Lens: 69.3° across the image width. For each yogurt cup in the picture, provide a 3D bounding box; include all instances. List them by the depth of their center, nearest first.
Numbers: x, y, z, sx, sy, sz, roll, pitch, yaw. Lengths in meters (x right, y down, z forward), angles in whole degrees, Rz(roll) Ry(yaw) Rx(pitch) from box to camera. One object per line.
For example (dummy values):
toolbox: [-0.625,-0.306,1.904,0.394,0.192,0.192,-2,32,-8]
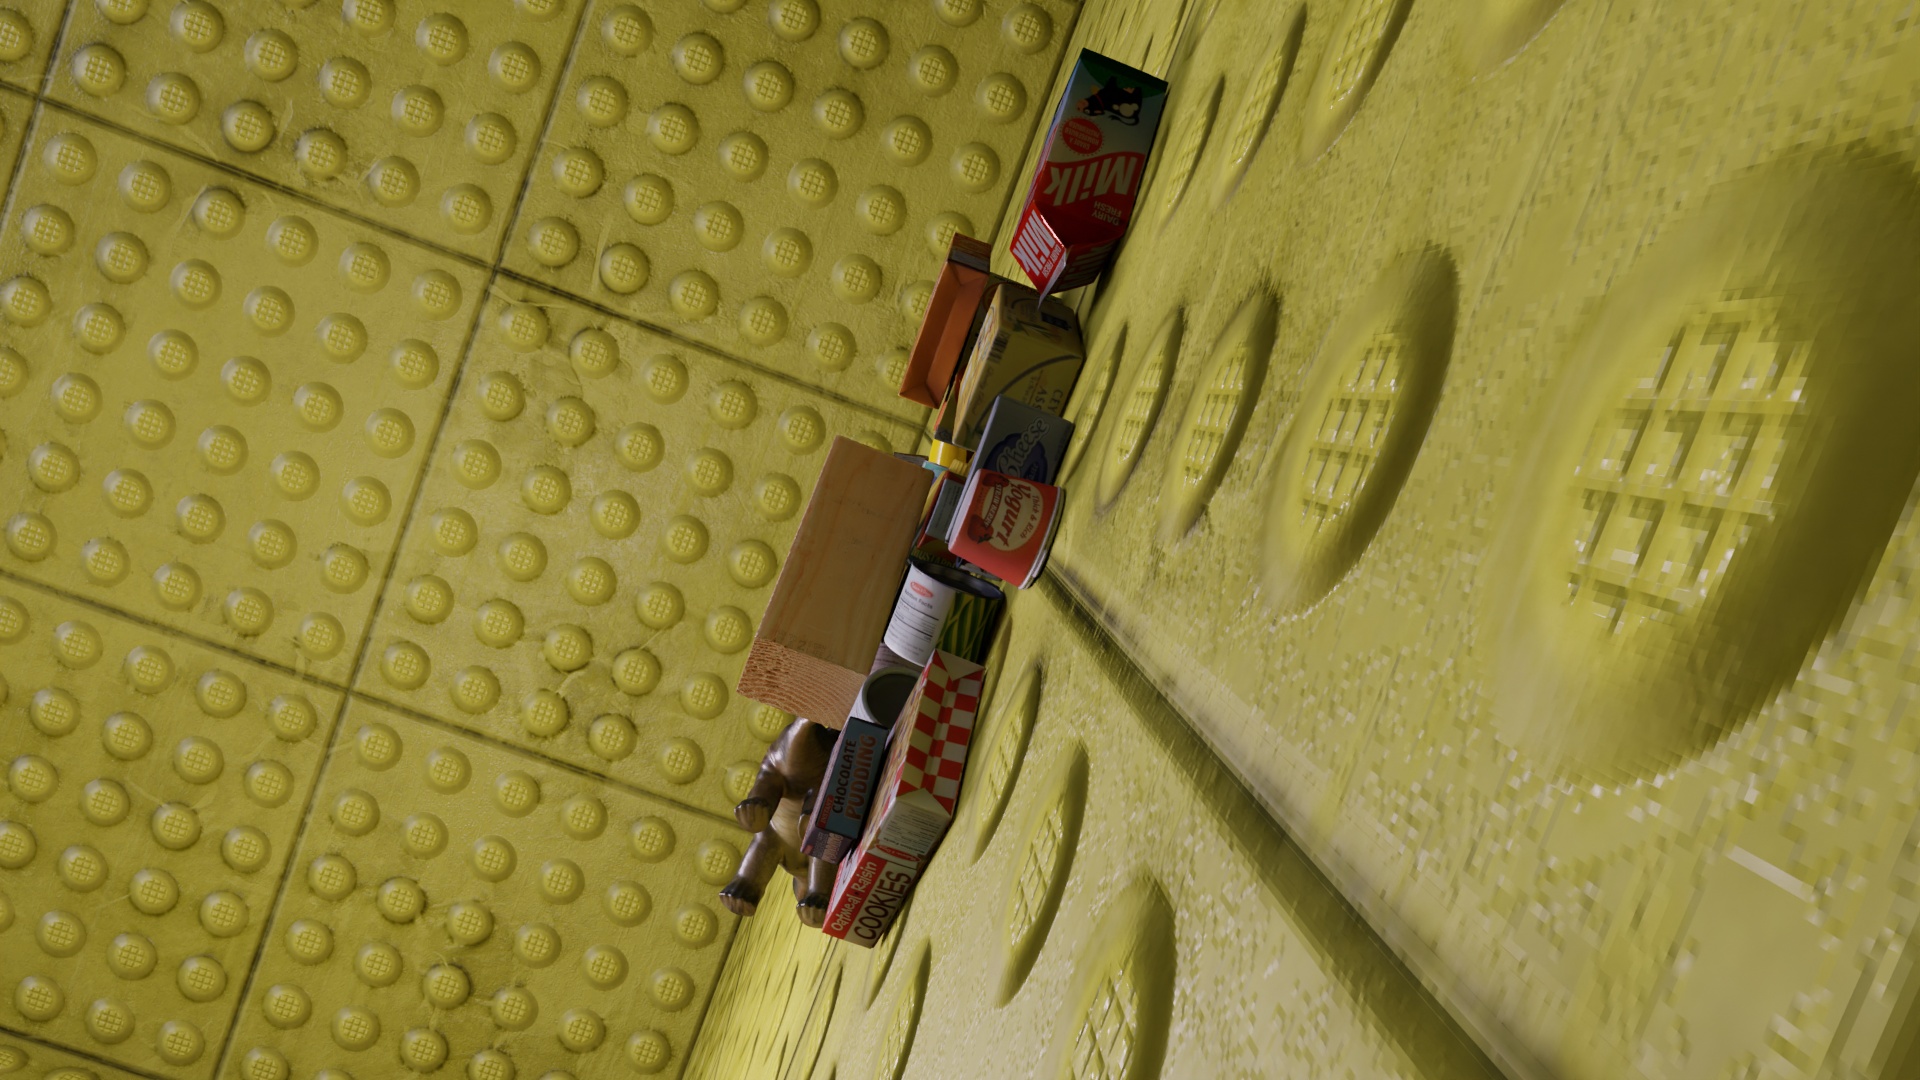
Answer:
yogurt cup: [0.027,-0.010,0.850,0.072,0.054,0.072,-155,85,-85]

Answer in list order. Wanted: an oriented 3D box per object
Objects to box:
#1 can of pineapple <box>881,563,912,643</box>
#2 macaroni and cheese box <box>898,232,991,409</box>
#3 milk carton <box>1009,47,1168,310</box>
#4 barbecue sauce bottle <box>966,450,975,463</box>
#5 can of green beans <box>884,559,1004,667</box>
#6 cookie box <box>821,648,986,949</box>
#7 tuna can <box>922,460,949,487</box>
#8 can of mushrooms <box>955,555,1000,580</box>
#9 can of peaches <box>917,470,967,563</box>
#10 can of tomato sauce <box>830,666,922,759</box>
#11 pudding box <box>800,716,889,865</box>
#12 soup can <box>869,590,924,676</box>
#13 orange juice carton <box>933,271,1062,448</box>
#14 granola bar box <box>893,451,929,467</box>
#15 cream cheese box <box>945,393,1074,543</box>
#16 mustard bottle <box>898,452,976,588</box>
can of pineapple: [-0.023,0.057,1.081,0.071,0.058,0.071,-156,86,-84]
macaroni and cheese box: [-0.011,-0.195,1.215,0.167,0.040,0.123,-84,15,-70]
milk carton: [0.092,-0.267,1.047,0.072,0.073,0.191,124,165,-67]
barbecue sauce bottle: [0.016,-0.118,1.423,0.064,0.043,0.149,-37,31,64]
can of green beans: [-0.011,0.052,0.934,0.071,0.071,0.057,-99,29,-79]
cookie box: [-0.037,0.170,0.901,0.123,0.040,0.166,-75,9,-47]
tuna can: [-0.005,-0.047,1.270,0.071,0.071,0.033,-143,73,-85]
can of mushrooms: [0.024,-0.008,0.986,0.071,0.033,0.071,-155,85,-85]
can of peaches: [0.004,-0.013,1.072,0.071,0.058,0.071,-156,86,-84]
can of tomato sauce: [-0.050,0.141,1.011,0.071,0.071,0.082,-75,8,-47]
pudding box: [-0.075,0.164,0.911,0.049,0.030,0.084,117,172,-53]
soup can: [-0.050,0.095,1.173,0.071,0.071,0.084,119,170,-57]
orange juice carton: [0.030,-0.141,1.211,0.072,0.072,0.194,115,173,-47]
granola bar box: [-0.056,0.009,1.420,0.164,0.039,0.125,84,-163,-55]
cream cheese box: [0.032,-0.039,0.910,0.024,0.053,0.103,-136,67,-87]
mustard bottle: [-0.010,-0.020,1.214,0.049,0.065,0.160,-175,110,-88]
